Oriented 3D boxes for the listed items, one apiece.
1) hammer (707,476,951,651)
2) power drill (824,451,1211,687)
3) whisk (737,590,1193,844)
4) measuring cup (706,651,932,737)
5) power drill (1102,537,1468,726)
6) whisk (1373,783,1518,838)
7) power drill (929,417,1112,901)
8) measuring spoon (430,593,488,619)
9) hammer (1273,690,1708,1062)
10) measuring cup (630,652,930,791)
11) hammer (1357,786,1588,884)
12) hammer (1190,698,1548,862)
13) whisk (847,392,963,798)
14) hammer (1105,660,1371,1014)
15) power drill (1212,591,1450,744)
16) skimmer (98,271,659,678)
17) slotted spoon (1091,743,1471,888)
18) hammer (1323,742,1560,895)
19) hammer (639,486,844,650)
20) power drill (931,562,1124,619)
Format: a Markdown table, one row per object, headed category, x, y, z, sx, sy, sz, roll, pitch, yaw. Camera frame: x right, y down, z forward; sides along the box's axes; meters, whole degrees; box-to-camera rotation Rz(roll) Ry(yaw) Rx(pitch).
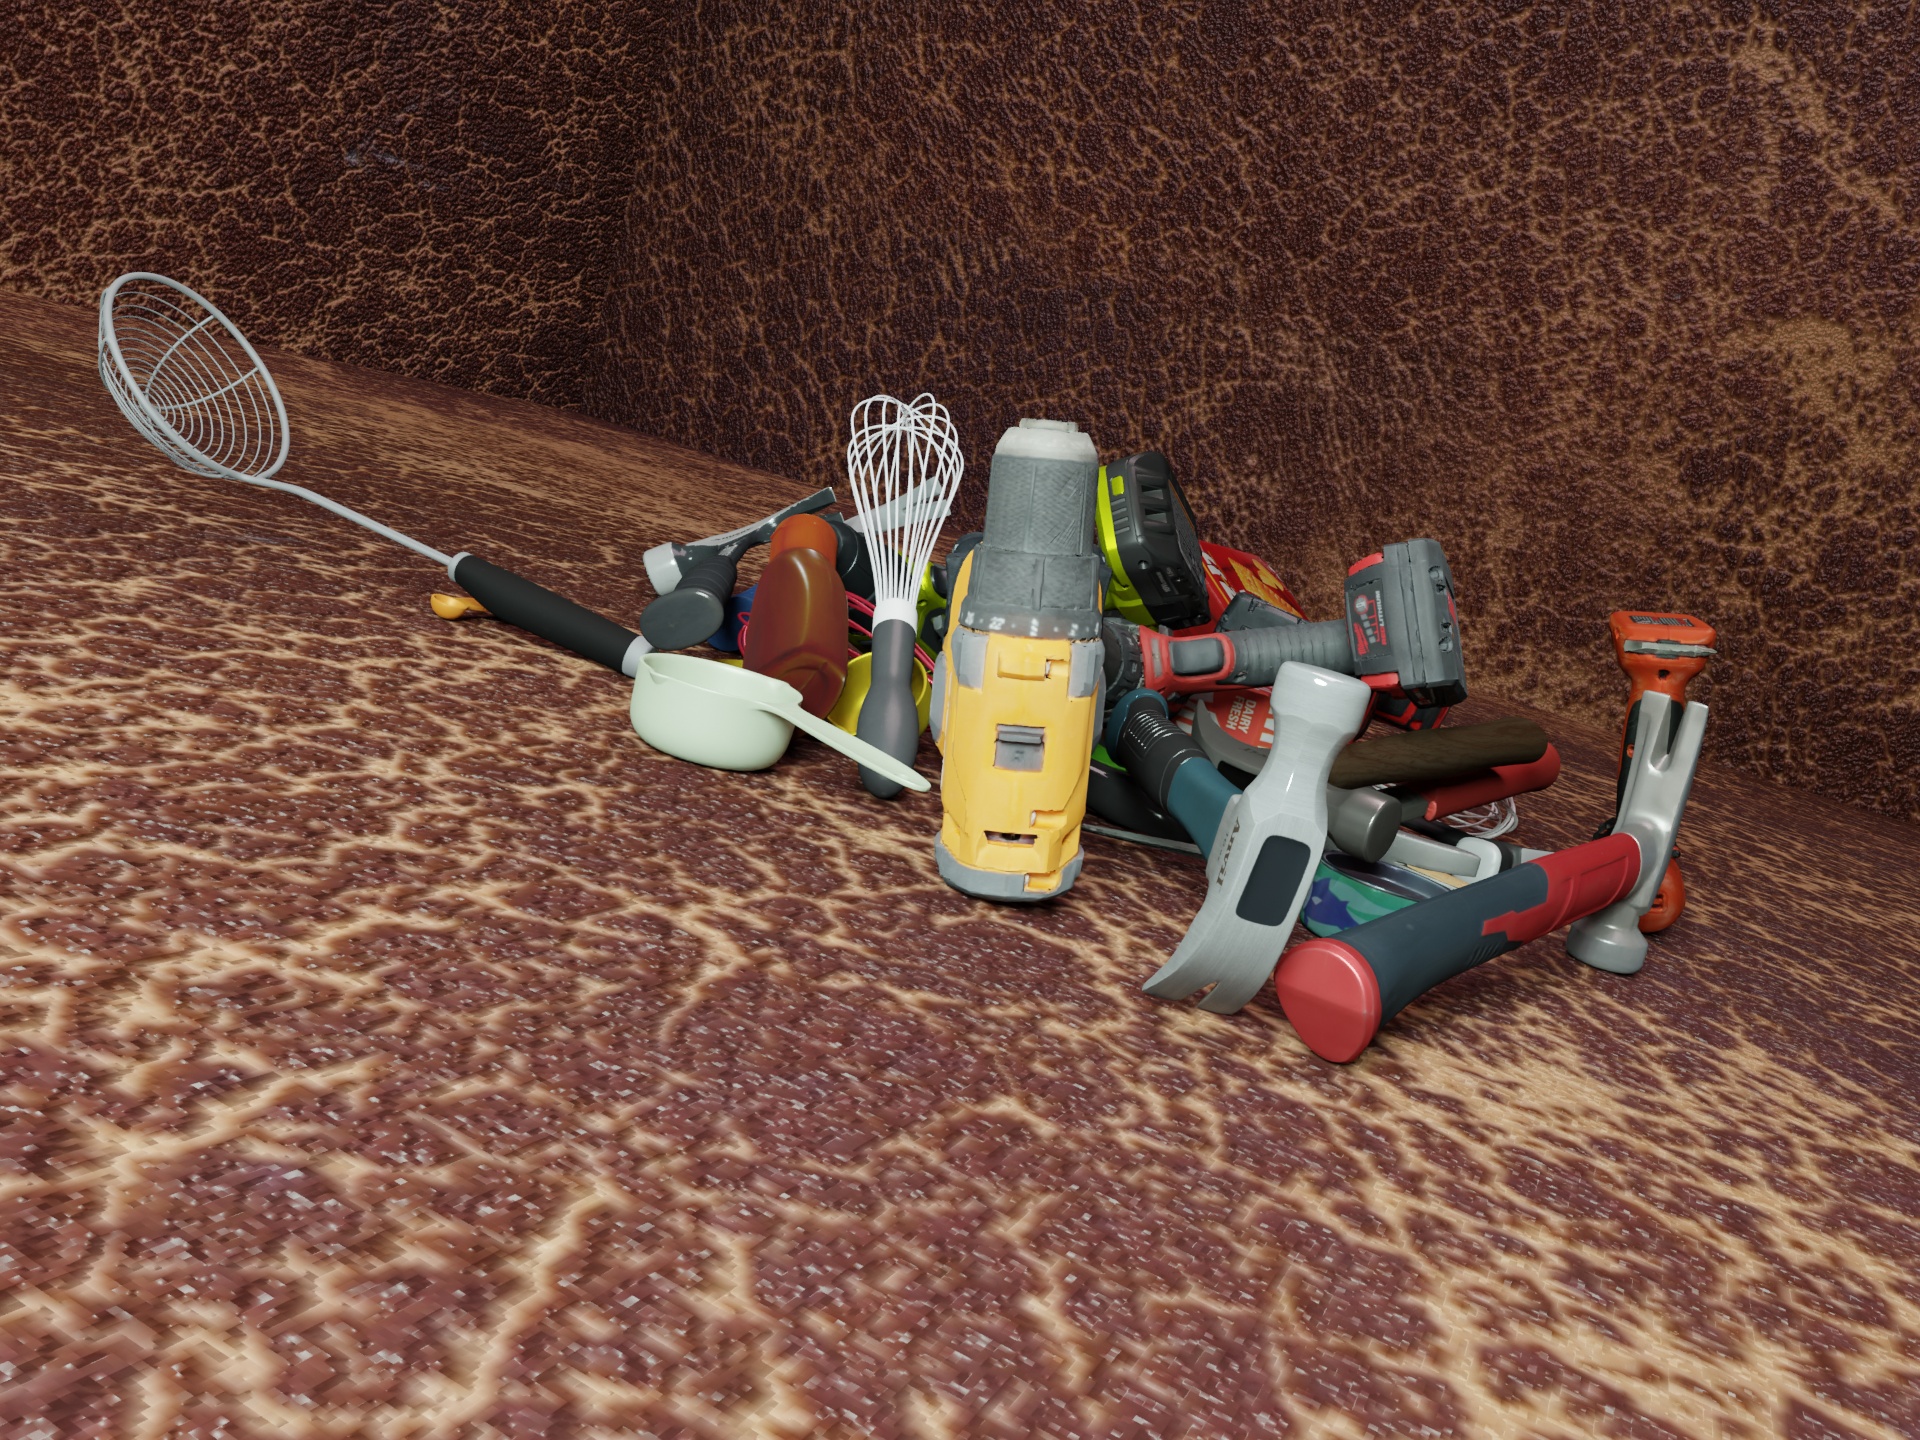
| category | x | y | z | sx | sy | sz | roll | pitch | yaw |
| --- | --- | --- | --- | --- | --- | --- | --- | --- | --- |
| hammer | -0.106 | -0.119 | 1.195 | 0.144 | 0.035 | 0.405 | -20 | 12 | 14 |
| power drill | 0.025 | -0.090 | 0.974 | 0.228 | 0.080 | 0.190 | -12 | -21 | 17 |
| whisk | -0.001 | -0.003 | 0.868 | 0.296 | 0.073 | 0.073 | 26 | 13 | 22 |
| measuring cup | -0.085 | -0.012 | 0.849 | 0.156 | 0.062 | 0.029 | 6 | -38 | 28 |
| power drill | 0.157 | -0.040 | 0.888 | 0.227 | 0.080 | 0.187 | -8 | -9 | 20 |
| whisk | 0.285 | 0.036 | 1.156 | 0.246 | 0.058 | 0.059 | 19 | -25 | 36 |
| power drill | 0.028 | -0.039 | 0.698 | 0.084 | 0.185 | 0.226 | 5 | 11 | 1 |
| measuring spoon | -0.262 | -0.061 | 0.911 | 0.021 | 0.011 | 0.117 | 27 | 9 | 18 |
| hammer | 0.239 | 0.064 | 0.672 | 0.038 | 0.143 | 0.386 | 19 | 14 | 35 |
| measuring cup | -0.080 | 0.013 | 0.701 | 0.168 | 0.038 | 0.083 | 25 | 13 | 35 |
| hammer | 0.250 | 0.042 | 1.074 | 0.127 | 0.034 | 0.337 | 6 | 14 | -42 |
| hammer | 0.231 | 0.019 | 0.838 | 0.130 | 0.031 | 0.331 | 24 | 18 | 36 |
| whisk | -0.031 | -0.073 | 0.825 | 0.070 | 0.070 | 0.285 | 13 | 48 | -14 |
| hammer | 0.095 | 0.025 | 0.659 | 0.033 | 0.128 | 0.331 | 16 | 7 | -3 |
| power drill | 0.266 | -0.037 | 1.161 | 0.143 | 0.078 | 0.219 | 29 | 16 | 29 |
| skimmer | -0.315 | -0.135 | 0.875 | 0.363 | 0.090 | 0.127 | 26 | 10 | 10 |
| slotted spoon | 0.157 | 0.050 | 0.902 | 0.314 | 0.031 | 0.070 | 22 | 11 | 22 |
| hammer | 0.287 | 0.045 | 0.923 | 0.149 | 0.036 | 0.359 | 22 | 17 | 34 |
| hammer | -0.146 | -0.093 | 0.983 | 0.149 | 0.036 | 0.409 | -21 | 13 | 0 |
| power drill | 0.033 | -0.088 | 1.346 | 0.223 | 0.080 | 0.171 | 18 | 10 | 33 |
